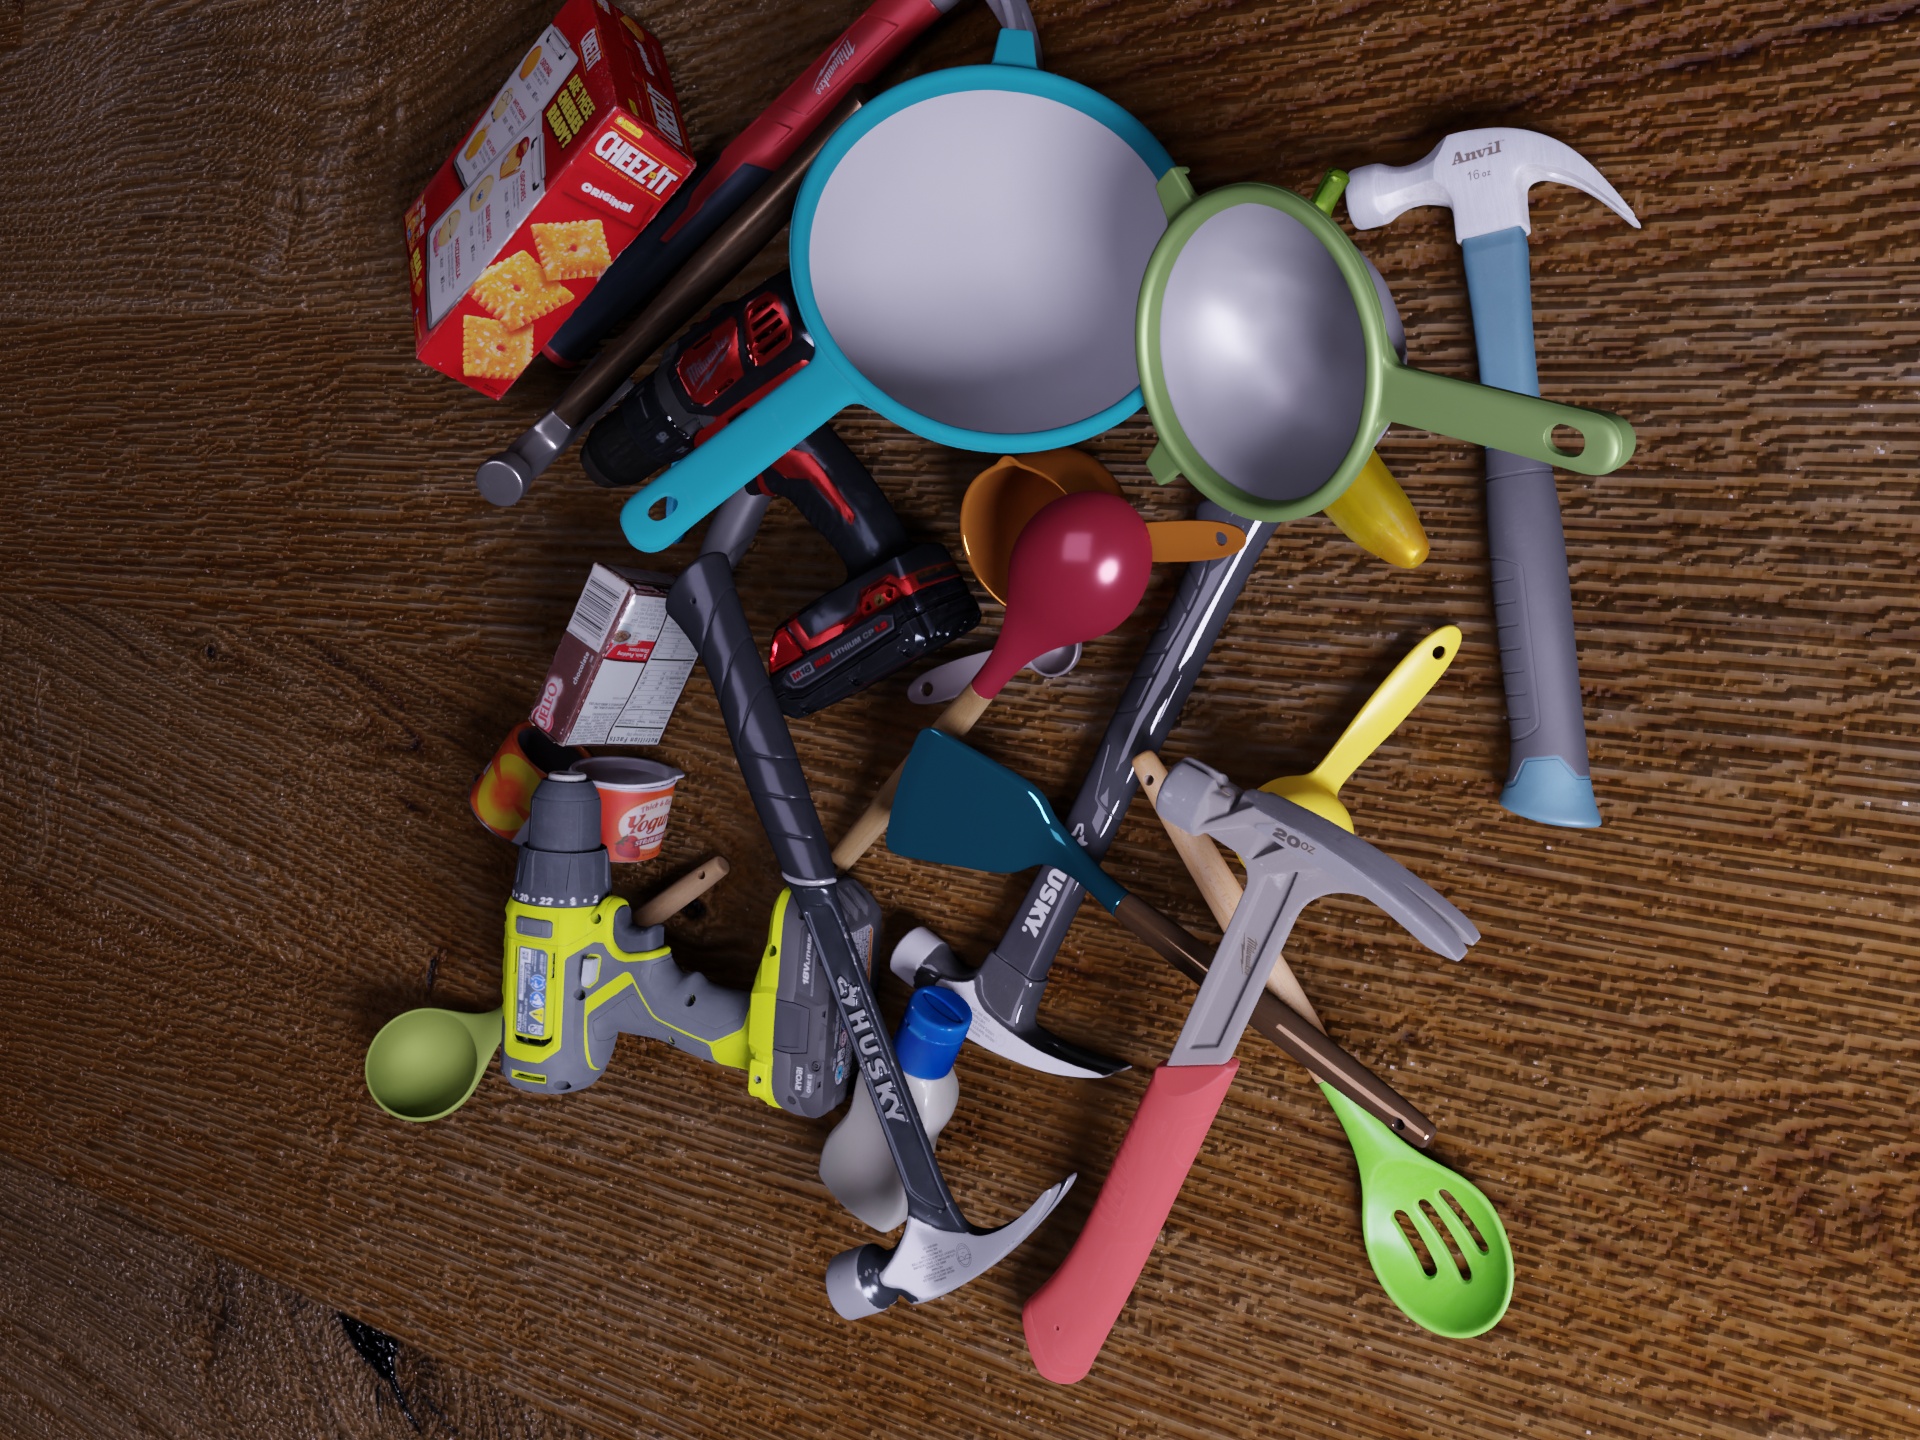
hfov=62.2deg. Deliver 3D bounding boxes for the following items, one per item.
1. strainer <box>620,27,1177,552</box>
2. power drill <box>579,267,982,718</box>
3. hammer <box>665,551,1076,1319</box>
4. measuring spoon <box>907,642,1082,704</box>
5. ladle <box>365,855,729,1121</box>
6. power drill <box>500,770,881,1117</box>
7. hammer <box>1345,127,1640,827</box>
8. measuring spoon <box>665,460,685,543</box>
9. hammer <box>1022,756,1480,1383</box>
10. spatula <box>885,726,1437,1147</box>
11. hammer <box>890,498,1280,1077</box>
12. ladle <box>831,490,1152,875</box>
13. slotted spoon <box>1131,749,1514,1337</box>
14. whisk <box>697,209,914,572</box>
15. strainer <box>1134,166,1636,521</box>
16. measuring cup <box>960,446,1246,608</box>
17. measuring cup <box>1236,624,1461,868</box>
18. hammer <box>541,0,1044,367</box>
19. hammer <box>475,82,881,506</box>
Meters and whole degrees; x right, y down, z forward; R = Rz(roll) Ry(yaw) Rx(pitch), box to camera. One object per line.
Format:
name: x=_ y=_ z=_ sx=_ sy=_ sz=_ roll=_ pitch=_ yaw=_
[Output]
strainer: x=-0.032 y=-0.186 z=0.826 sx=0.340 sy=0.095 sz=0.211 roll=-39 pitch=84 yaw=-10
power drill: x=-0.110 y=-0.118 z=0.911 sx=0.188 sy=0.080 sz=0.227 roll=-27 pitch=90 yaw=29
hammer: x=-0.070 y=0.100 z=0.842 sx=0.149 sy=0.036 sz=0.409 roll=-26 pitch=79 yaw=26
measuring spoon: x=0.020 y=-0.030 z=0.903 sx=0.124 sy=0.018 sz=0.034 roll=-18 pitch=80 yaw=37
ladle: x=-0.275 y=0.173 z=1.052 sx=0.320 sy=0.062 sz=0.078 roll=-35 pitch=72 yaw=23
power drill: x=-0.168 y=0.134 z=0.941 sx=0.228 sy=0.080 sz=0.190 roll=6 pitch=96 yaw=18
hammer: x=0.260 y=-0.114 z=0.745 sx=0.128 sy=0.033 sz=0.331 roll=-7 pitch=86 yaw=32
measuring spoon: x=-0.169 y=-0.176 z=1.021 sx=0.042 sy=0.021 sz=0.128 roll=22 pitch=109 yaw=29
hammer: x=0.110 y=0.199 z=0.770 sx=0.149 sy=0.036 sz=0.359 roll=32 pitch=121 yaw=25
spatula: x=0.094 y=0.111 z=0.789 sx=0.318 sy=0.044 sz=0.082 roll=36 pitch=122 yaw=29
hammer: x=0.086 y=0.034 z=0.847 sx=0.146 sy=0.035 sz=0.334 roll=33 pitch=105 yaw=28
ladle: x=-0.001 y=-0.003 z=0.862 sx=0.069 sy=0.031 sz=0.315 roll=43 pitch=128 yaw=5
slotted spoon: x=0.170 y=0.150 z=0.779 sx=0.070 sy=0.031 sz=0.314 roll=-36 pitch=77 yaw=29
whisk: x=-0.090 y=-0.205 z=0.948 sx=0.073 sy=0.073 sz=0.295 roll=41 pitch=114 yaw=25
strainer: x=0.186 y=-0.153 z=0.691 sx=0.257 sy=0.069 sz=0.151 roll=29 pitch=131 yaw=45
measuring cup: x=0.081 y=-0.100 z=0.821 sx=0.174 sy=0.052 sz=0.095 roll=4 pitch=117 yaw=39
measuring cup: x=0.195 y=0.020 z=0.771 sx=0.156 sy=0.062 sz=0.029 roll=-53 pitch=20 yaw=11
hammer: x=-0.123 y=-0.332 z=0.980 sx=0.386 sy=0.038 sz=0.143 roll=-35 pitch=73 yaw=26
hammer: x=-0.163 y=-0.254 z=0.948 sx=0.331 sy=0.130 sz=0.031 roll=-36 pitch=109 yaw=28
